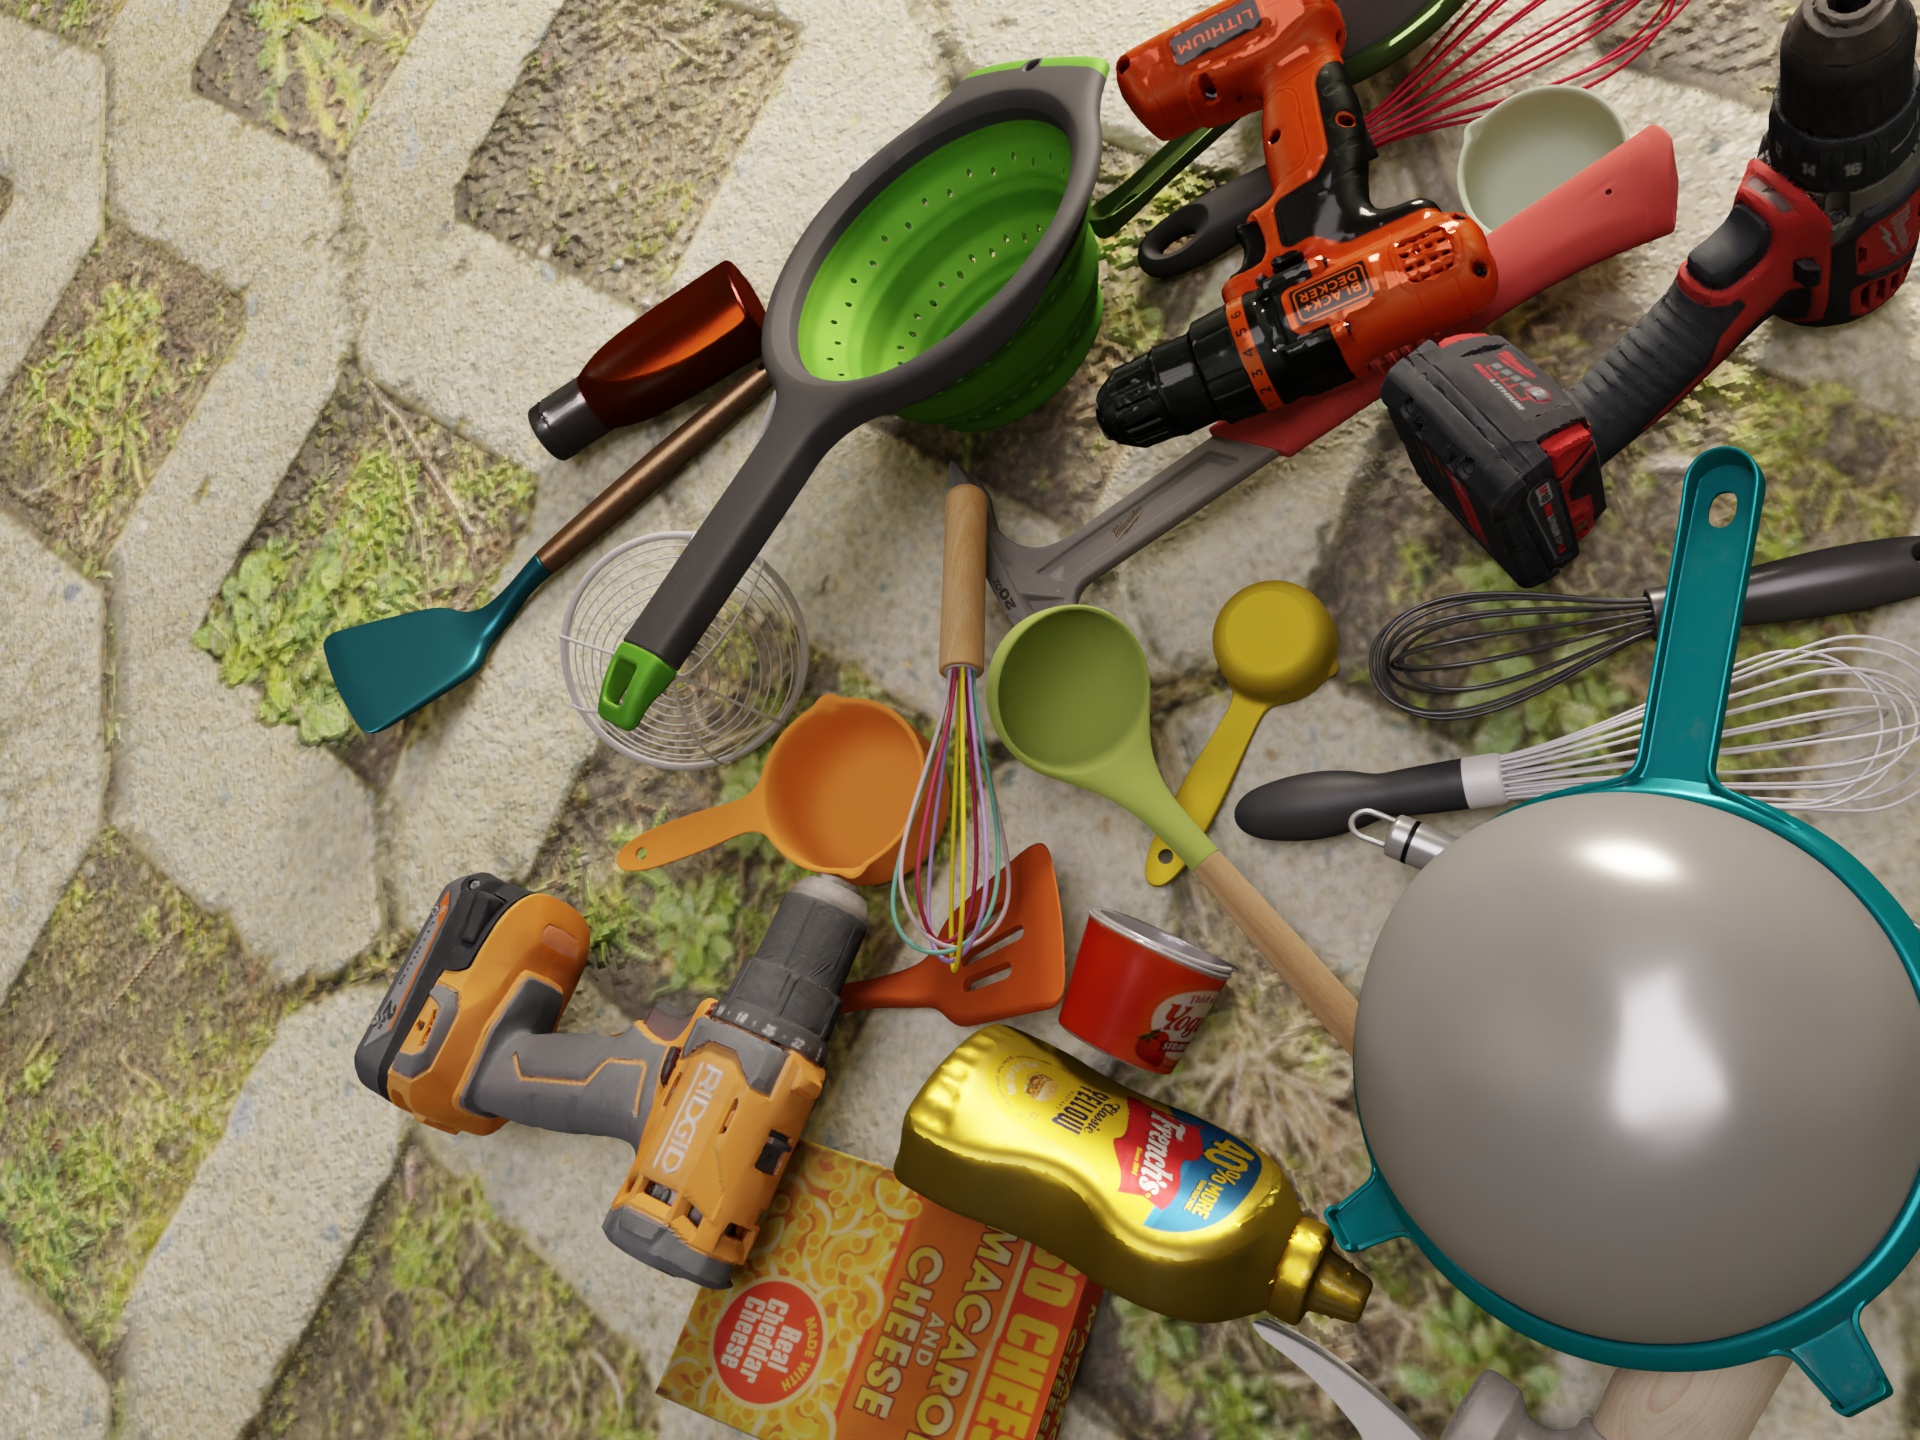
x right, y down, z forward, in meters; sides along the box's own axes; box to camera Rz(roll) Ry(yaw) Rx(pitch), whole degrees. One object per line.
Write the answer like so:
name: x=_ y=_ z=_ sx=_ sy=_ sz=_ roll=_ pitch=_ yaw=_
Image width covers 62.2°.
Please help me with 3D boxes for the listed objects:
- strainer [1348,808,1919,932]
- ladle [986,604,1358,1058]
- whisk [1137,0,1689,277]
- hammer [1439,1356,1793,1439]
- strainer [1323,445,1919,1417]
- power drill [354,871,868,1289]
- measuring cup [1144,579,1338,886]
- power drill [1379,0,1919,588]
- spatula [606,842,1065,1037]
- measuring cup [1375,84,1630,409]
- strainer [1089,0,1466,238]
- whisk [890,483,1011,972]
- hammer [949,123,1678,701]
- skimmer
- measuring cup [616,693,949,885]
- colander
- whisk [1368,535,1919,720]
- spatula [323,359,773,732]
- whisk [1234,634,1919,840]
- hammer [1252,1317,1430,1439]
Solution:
strainer: x=0.276 y=0.087 z=0.627 sx=0.258 sy=0.050 sz=0.087 roll=23 pitch=79 yaw=24
ladle: x=0.124 y=0.077 z=0.679 sx=0.078 sy=0.062 sz=0.320 roll=-36 pitch=70 yaw=-11
whisk: x=0.220 y=-0.300 z=0.786 sx=0.296 sy=0.073 sz=0.073 roll=-26 pitch=64 yaw=20
hammer: x=0.335 y=0.134 z=0.550 sx=0.146 sy=0.038 sz=0.410 roll=32 pitch=97 yaw=25
strainer: x=0.233 y=0.050 z=0.559 sx=0.211 sy=0.095 sz=0.340 roll=6 pitch=78 yaw=41
power drill: x=-0.158 y=0.139 z=0.752 sx=0.226 sy=0.084 sz=0.185 roll=14 pitch=71 yaw=32
measuring cup: x=0.122 y=0.005 z=0.734 sx=0.062 sy=0.029 sz=0.156 roll=25 pitch=81 yaw=27
power drill: x=0.287 y=-0.173 z=0.642 sx=0.226 sy=0.187 sz=0.080 roll=-39 pitch=60 yaw=11
spatula: x=-0.094 y=0.139 z=0.774 sx=0.322 sy=0.041 sz=0.081 roll=-16 pitch=56 yaw=18
measuring cup: x=0.252 y=-0.218 z=0.759 sx=0.083 sy=0.038 sz=0.167 roll=38 pitch=103 yaw=23
strainer: x=0.149 y=-0.353 z=0.799 sx=0.256 sy=0.069 sz=0.152 roll=-41 pitch=38 yaw=10
whisk: x=-0.002 y=-0.002 z=0.746 sx=0.051 sy=0.047 sz=0.245 roll=-9 pitch=64 yaw=21
hammer: x=0.163 y=-0.159 z=0.748 sx=0.359 sy=0.036 sz=0.149 roll=-34 pitch=63 yaw=17
skimmer: x=-0.108 y=-0.149 z=0.874 sx=0.127 sy=0.090 sz=0.363 roll=21 pitch=66 yaw=-11
measuring cup: x=-0.087 y=0.051 z=0.796 sx=0.173 sy=0.052 sz=0.095 roll=-19 pitch=66 yaw=18
colander: x=-0.038 y=-0.147 z=0.793 sx=0.205 sy=0.094 sz=0.397 roll=21 pitch=75 yaw=48
whisk: x=0.294 y=-0.042 z=0.672 sx=0.239 sy=0.055 sz=0.055 roll=-12 pitch=69 yaw=14
spatula: x=-0.225 y=-0.110 z=0.911 sx=0.317 sy=0.044 sz=0.082 roll=-39 pitch=59 yaw=5
whisk: x=0.252 y=0.021 z=0.664 sx=0.284 sy=0.070 sz=0.070 roll=-11 pitch=69 yaw=25
hammer: x=0.025 y=0.402 z=0.638 sx=0.405 sy=0.035 sz=0.144 roll=-38 pitch=63 yaw=7
